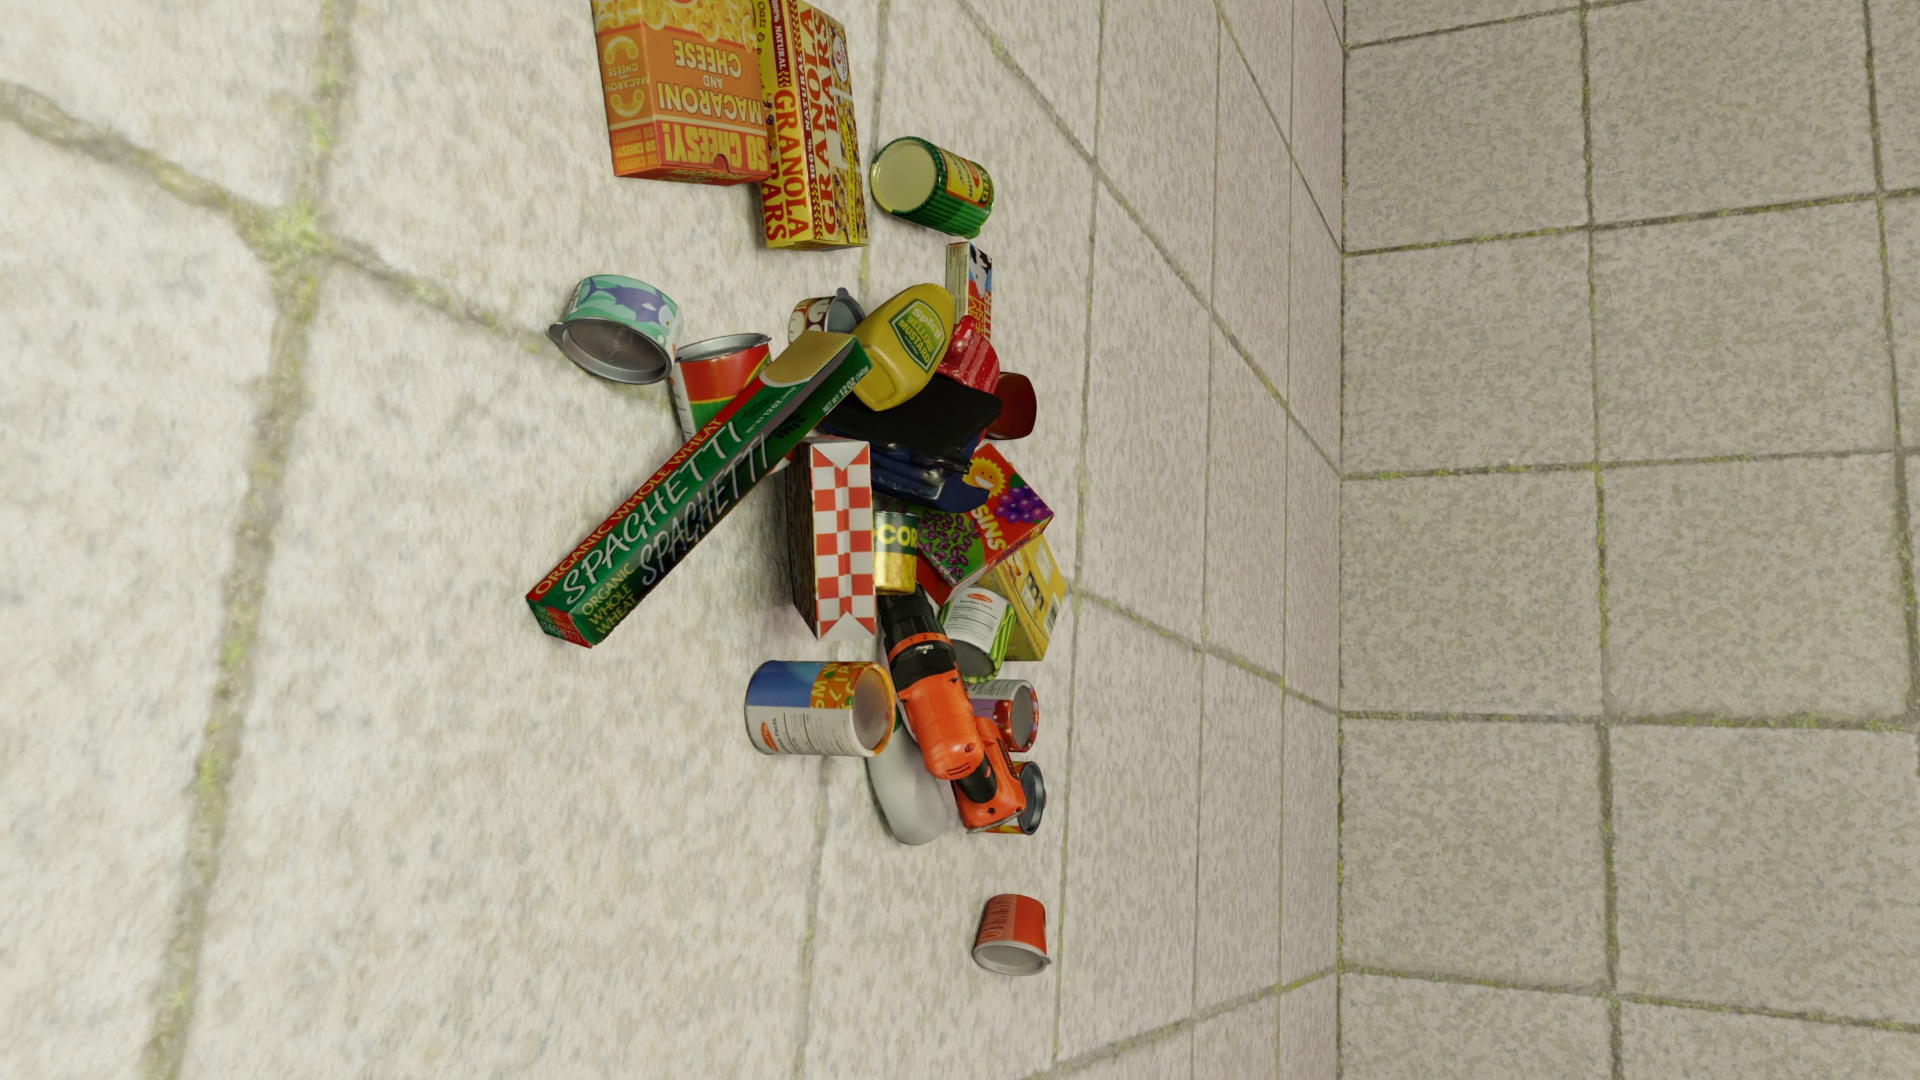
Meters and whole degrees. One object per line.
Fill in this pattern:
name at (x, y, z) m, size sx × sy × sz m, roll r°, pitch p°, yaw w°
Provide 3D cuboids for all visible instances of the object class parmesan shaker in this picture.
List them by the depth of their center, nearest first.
parmesan shaker at (-0.021, -0.293, 1.163) m, size 0.103 × 0.071 × 0.071 m, roll -6°, pitch 94°, yaw -64°

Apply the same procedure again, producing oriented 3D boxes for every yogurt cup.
yogurt cup at (0.048, 0.358, 1.264) m, size 0.072 × 0.072 × 0.054 m, roll 61°, pitch 29°, yaw -43°

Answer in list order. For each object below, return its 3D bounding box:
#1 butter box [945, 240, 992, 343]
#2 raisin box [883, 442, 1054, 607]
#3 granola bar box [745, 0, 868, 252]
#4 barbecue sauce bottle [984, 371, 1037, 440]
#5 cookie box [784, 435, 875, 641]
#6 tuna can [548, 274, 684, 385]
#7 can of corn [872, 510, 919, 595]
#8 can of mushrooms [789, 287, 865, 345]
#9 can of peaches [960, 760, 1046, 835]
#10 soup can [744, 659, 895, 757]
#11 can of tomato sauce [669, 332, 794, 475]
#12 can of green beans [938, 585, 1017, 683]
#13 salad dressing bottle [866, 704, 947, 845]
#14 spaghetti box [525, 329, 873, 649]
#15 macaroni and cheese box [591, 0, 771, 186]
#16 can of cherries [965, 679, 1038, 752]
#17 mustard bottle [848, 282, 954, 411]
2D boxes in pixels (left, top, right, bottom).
butter box at (0.007, -0.215, 1.267) m, size 0.053 × 0.024 × 0.103 m, roll 17°, pitch 73°, yaw -62°
raisin box at (0.004, -0.014, 1.130) m, size 0.124 × 0.086 × 0.040 m, roll -35°, pitch 167°, yaw -33°
granola bar box at (-0.109, -0.292, 0.990) m, size 0.124 × 0.039 × 0.165 m, roll -35°, pitch 120°, yaw -73°
barbecue sauce bottle at (0.022, -0.123, 1.270) m, size 0.149 × 0.043 × 0.065 m, roll -10°, pitch 97°, yaw -64°
cookie box at (-0.090, -0.007, 0.927) m, size 0.167 × 0.040 × 0.122 m, roll -156°, pitch -116°, yaw -77°
tuna can at (-0.196, -0.121, 0.794) m, size 0.071 × 0.071 × 0.033 m, roll 50°, pitch 44°, yaw -52°
can of corn at (-0.063, 0.010, 1.049) m, size 0.071 × 0.071 × 0.058 m, roll 16°, pitch 75°, yaw -63°
can of mushrooms at (-0.097, -0.152, 1.035) m, size 0.071 × 0.033 × 0.071 m, roll 7°, pitch 83°, yaw -63°
can of peaches at (0.039, 0.233, 1.259) m, size 0.071 × 0.058 × 0.071 m, roll -4°, pitch 91°, yaw -65°
soup can at (-0.095, 0.114, 0.961) m, size 0.071 × 0.084 × 0.071 m, roll -3°, pitch 91°, yaw -65°
can of tomato sauce at (-0.145, -0.085, 0.889) m, size 0.071 × 0.071 × 0.082 m, roll -43°, pitch 127°, yaw -57°
can of green beans at (0.010, 0.082, 1.202) m, size 0.071 × 0.071 × 0.058 m, roll 64°, pitch 35°, yaw -40°
salad dressing bottle at (-0.052, 0.173, 1.093) m, size 0.064 × 0.044 × 0.147 m, roll -73°, pitch 149°, yaw -56°
spaghetti box at (-0.147, -0.037, 0.811) m, size 0.251 × 0.050 × 0.028 m, roll -49°, pitch 130°, yaw -27°
macaroni and cheese box at (-0.176, -0.313, 0.876) m, size 0.124 × 0.040 × 0.166 m, roll -22°, pitch 108°, yaw -62°
can of cherries at (0.032, 0.160, 1.251) m, size 0.071 × 0.058 × 0.071 m, roll -3°, pitch 91°, yaw -64°
mustard bottle at (-0.038, -0.159, 1.052) m, size 0.065 × 0.048 × 0.161 m, roll 53°, pitch 36°, yaw -19°
